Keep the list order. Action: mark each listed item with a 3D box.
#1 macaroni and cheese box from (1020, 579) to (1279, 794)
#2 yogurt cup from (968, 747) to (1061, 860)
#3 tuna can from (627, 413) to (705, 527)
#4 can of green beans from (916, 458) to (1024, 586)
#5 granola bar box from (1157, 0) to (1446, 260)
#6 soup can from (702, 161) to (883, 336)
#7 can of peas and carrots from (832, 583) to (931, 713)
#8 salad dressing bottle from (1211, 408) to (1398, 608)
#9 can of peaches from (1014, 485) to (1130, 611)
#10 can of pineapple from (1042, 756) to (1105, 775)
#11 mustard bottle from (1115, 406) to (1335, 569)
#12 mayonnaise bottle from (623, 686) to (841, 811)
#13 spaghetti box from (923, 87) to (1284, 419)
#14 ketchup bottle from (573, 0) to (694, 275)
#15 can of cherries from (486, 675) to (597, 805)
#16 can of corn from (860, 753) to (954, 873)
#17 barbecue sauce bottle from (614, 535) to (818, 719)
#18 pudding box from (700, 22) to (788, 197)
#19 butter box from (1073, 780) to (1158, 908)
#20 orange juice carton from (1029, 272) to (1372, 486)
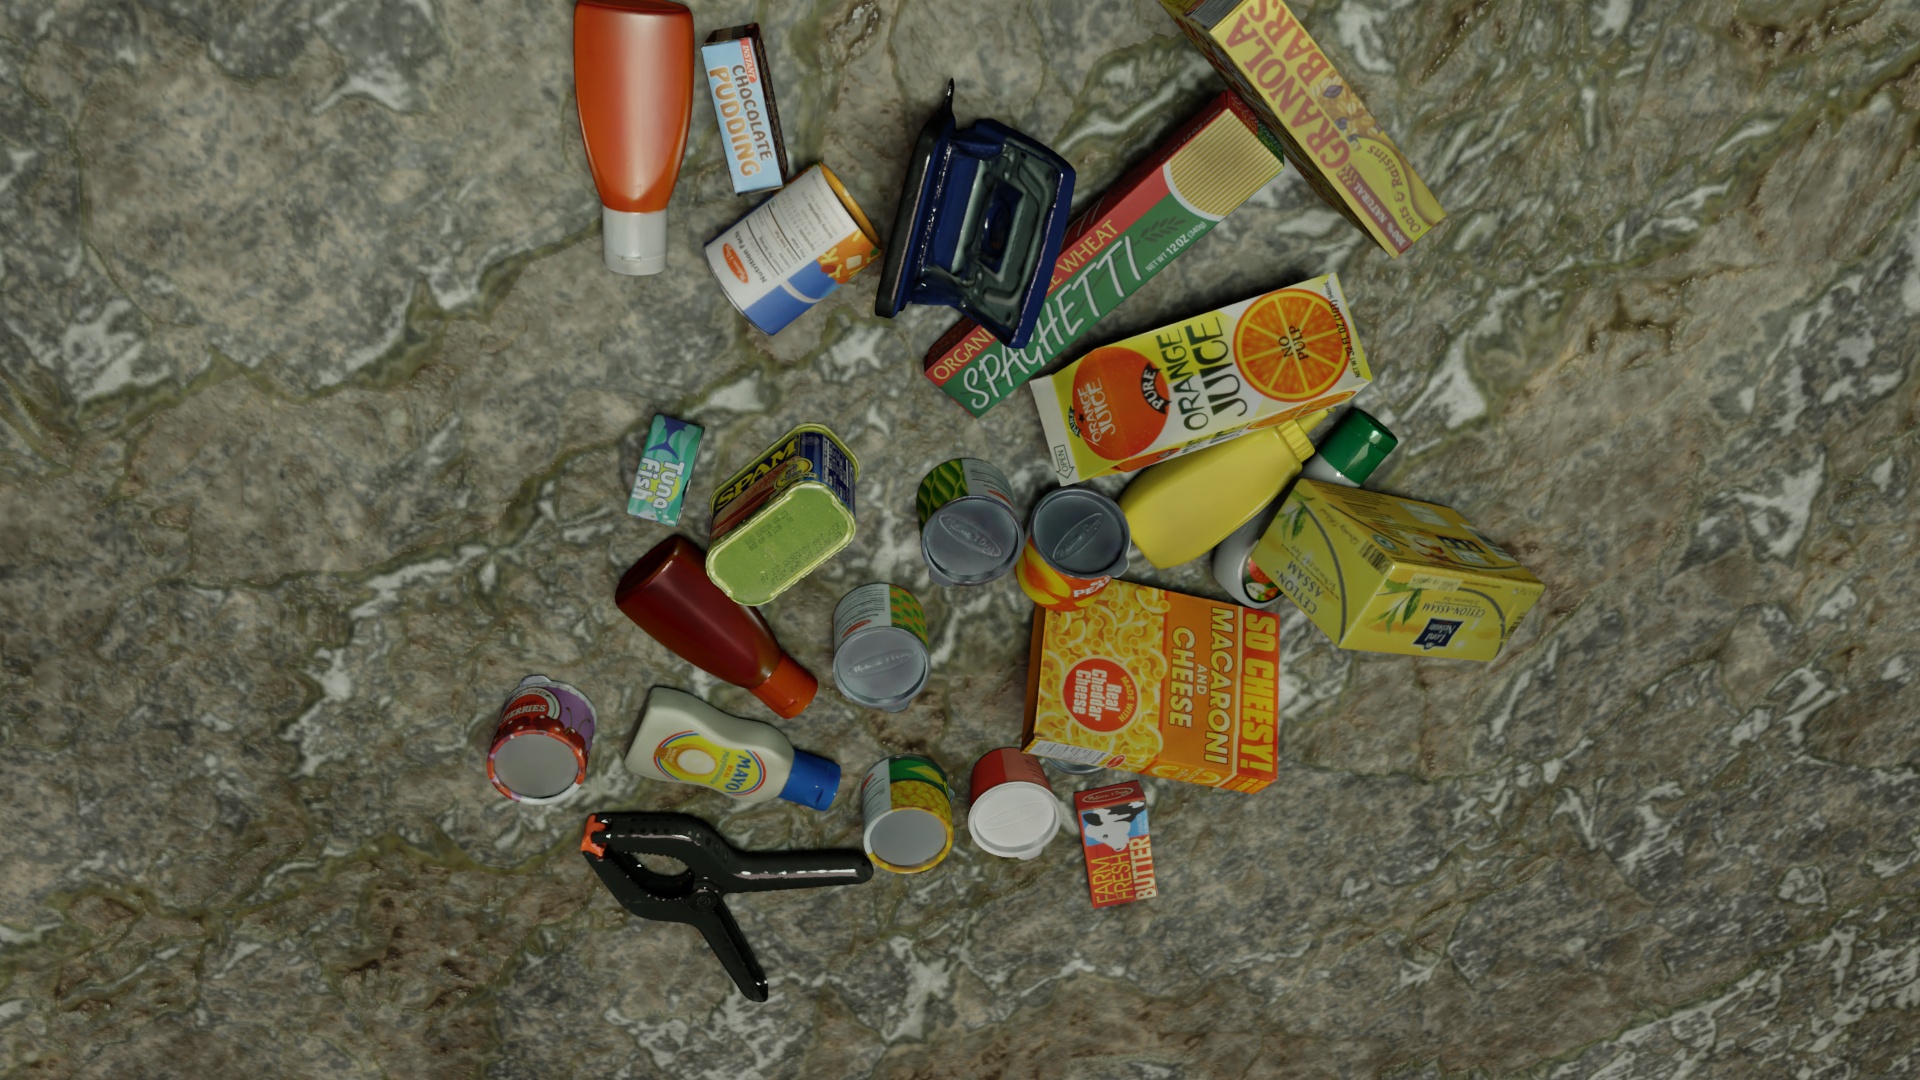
[{"bbox_3d":[0.130,0.095,0.940,0.166,0.124,0.040,12,154,-9],"label":"macaroni and cheese box"},{"bbox_3d":[0.037,0.190,1.023,0.072,0.054,0.072,-3,119,-4],"label":"yogurt cup"},{"bbox_3d":[-0.183,-0.043,0.864,0.033,0.071,0.070,15,116,-13],"label":"tuna can"},{"bbox_3d":[0.005,-0.013,0.907,0.071,0.058,0.071,-3,119,-5],"label":"can of green beans"},{"bbox_3d":[0.186,-0.241,0.764,0.039,0.125,0.165,-41,115,16],"label":"granola bar box"},{"bbox_3d":[-0.096,-0.169,0.810,0.083,0.071,0.071,-34,117,11],"label":"soup can"},{"bbox_3d":[-0.054,0.073,0.948,0.071,0.059,0.070,-3,119,-4],"label":"can of peas and carrots"},{"bbox_3d":[0.231,-0.022,0.933,0.064,0.044,0.147,25,113,-29],"label":"salad dressing bottle"},{"bbox_3d":[0.074,0.008,0.909,0.071,0.071,0.057,5,154,-8],"label":"can of peaches"},{"bbox_3d":[0.086,0.123,0.989,0.071,0.058,0.070,-3,119,-5],"label":"can of pineapple"},{"bbox_3d":[0.181,-0.046,0.913,0.160,0.049,0.065,-34,111,12],"label":"mustard bottle"},{"bbox_3d":[-0.160,0.155,0.991,0.148,0.041,0.064,21,113,-15],"label":"mayonnaise bottle"},{"bbox_3d":[0.077,-0.160,0.816,0.050,0.029,0.249,39,124,-22],"label":"spaghetti box"},{"bbox_3d":[-0.183,-0.225,0.781,0.065,0.044,0.148,3,118,-7],"label":"ketchup bottle"},{"bbox_3d":[-0.290,0.138,0.959,0.071,0.058,0.071,-3,119,-5],"label":"can of cherries"},{"bbox_3d":[-0.037,0.201,1.019,0.071,0.058,0.070,-2,119,-4],"label":"can of corn"},{"bbox_3d":[-0.160,0.065,0.941,0.064,0.044,0.148,-38,116,15],"label":"barbecue sauce bottle"},{"bbox_3d":[-0.119,-0.241,0.776,0.030,0.050,0.083,-9,118,1],"label":"pudding box"},{"bbox_3d":[0.120,0.236,1.073,0.053,0.024,0.103,-11,119,-1],"label":"butter box"},{"bbox_3d":[0.143,-0.095,0.854,0.193,0.073,0.072,-18,85,4],"label":"orange juice carton"}]
